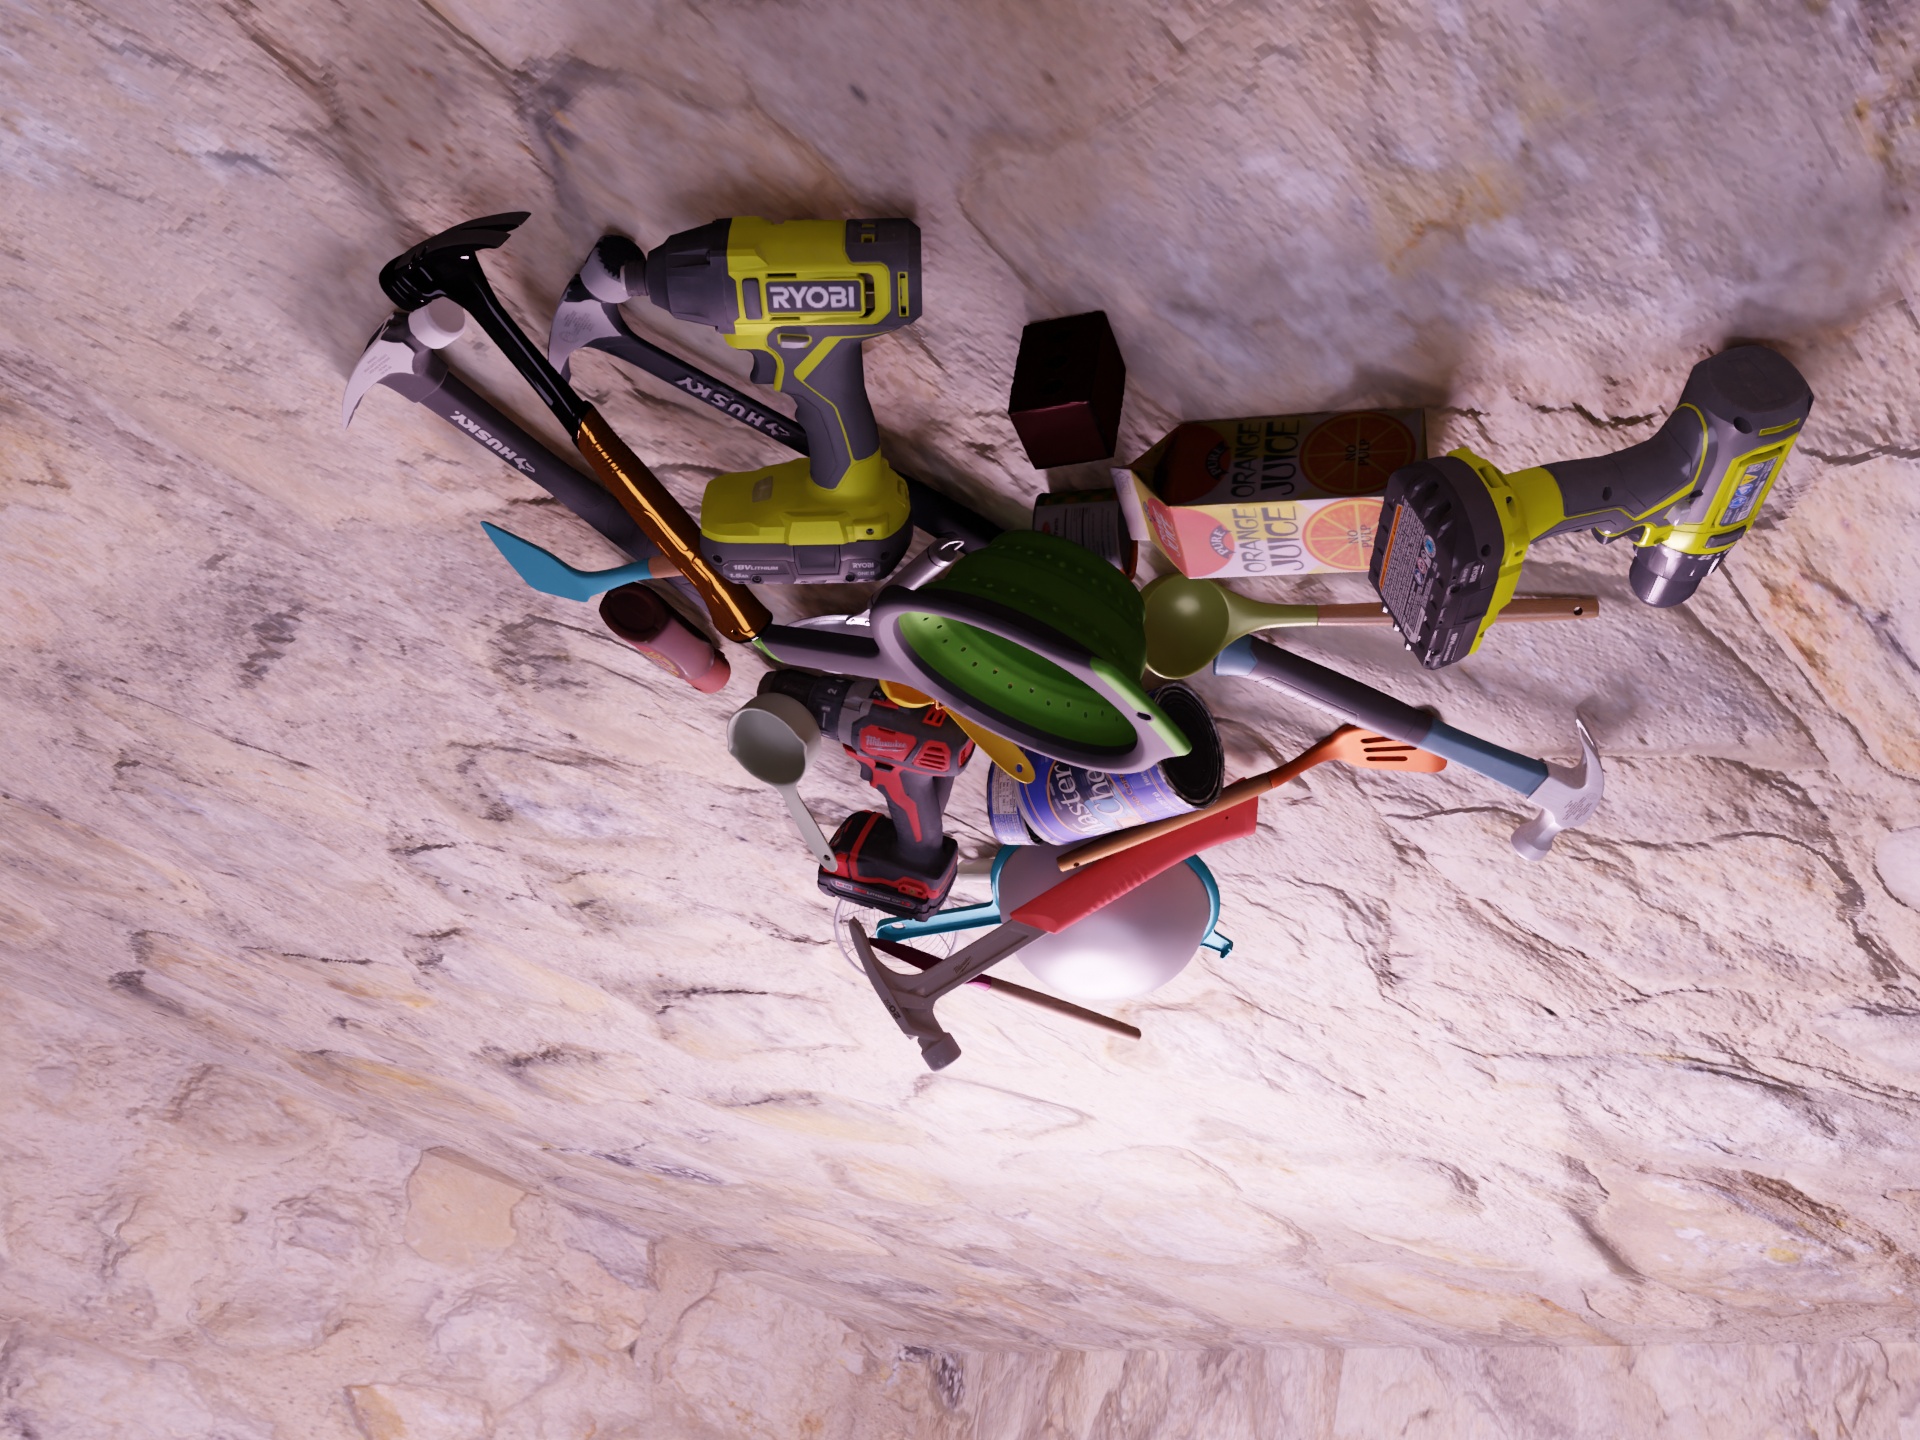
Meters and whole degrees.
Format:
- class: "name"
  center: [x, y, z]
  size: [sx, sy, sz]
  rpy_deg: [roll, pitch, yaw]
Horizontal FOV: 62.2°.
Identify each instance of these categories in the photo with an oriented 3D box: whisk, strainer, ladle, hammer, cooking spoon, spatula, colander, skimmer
- class: "whisk"
  center: [0.105, 0.144, 1.506]
  size: [0.246, 0.059, 0.058]
  rpy_deg: [-2, -173, 29]
- class: "strainer"
  center: [-0.063, -0.082, 1.176]
  size: [0.086, 0.050, 0.258]
  rpy_deg: [3, 161, -29]
- class: "ladle"
  center: [0.276, -0.070, 1.108]
  size: [0.320, 0.062, 0.078]
  rpy_deg: [-1, 111, 13]
- class: "hammer"
  center: [-0.288, -0.168, 1.153]
  size: [0.146, 0.035, 0.334]
  rpy_deg: [-19, 137, 38]
- class: "strainer"
  center: [0.066, 0.198, 1.451]
  size: [0.340, 0.095, 0.210]
  rpy_deg: [-12, 130, 24]
- class: "cooking spoon"
  center: [0.045, 0.251, 1.477]
  size: [0.318, 0.017, 0.069]
  rpy_deg: [24, 177, -28]
- class: "hammer"
  center: [-0.225, -0.176, 1.037]
  size: [0.127, 0.034, 0.336]
  rpy_deg: [-5, 135, 40]
- class: "hammer"
  center: [0.337, 0.004, 1.203]
  size: [0.331, 0.033, 0.128]
  rpy_deg: [22, 130, -9]
- class: "spatula"
  center: [0.230, 0.064, 1.287]
  size: [0.322, 0.041, 0.080]
  rpy_deg: [-23, 138, 8]
- class: "hammer"
  center: [-0.088, -0.175, 1.079]
  size: [0.408, 0.036, 0.149]
  rpy_deg: [26, 146, -23]
- class: "colander"
  center: [-0.005, -0.067, 1.071]
  size: [0.397, 0.094, 0.204]
  rpy_deg: [11, 157, 45]
- class: "spatula"
  center: [-0.197, -0.123, 1.144]
  size: [0.317, 0.044, 0.082]
  rpy_deg: [-6, 144, 17]
- class: "skimmer"
  center: [-0.044, 0.141, 1.503]
  size: [0.127, 0.090, 0.363]
  rpy_deg: [16, 148, -1]
- class: "hammer"
  center: [0.088, 0.144, 1.340]
  size: [0.359, 0.149, 0.036]
  rpy_deg: [-32, 179, 4]

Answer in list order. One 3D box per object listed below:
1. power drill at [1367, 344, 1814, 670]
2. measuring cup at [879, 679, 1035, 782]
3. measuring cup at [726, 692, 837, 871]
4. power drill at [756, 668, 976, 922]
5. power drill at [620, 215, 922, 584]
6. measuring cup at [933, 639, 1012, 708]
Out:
- class: "power drill"
  center: [0.364, -0.110, 0.935]
  size: [0.228, 0.080, 0.190]
  rpy_deg: [-17, 147, -7]
- class: "measuring cup"
  center: [-0.002, -0.004, 1.261]
  size: [0.156, 0.062, 0.029]
  rpy_deg: [44, 163, -6]
- class: "measuring cup"
  center: [-0.132, 0.050, 1.315]
  size: [0.083, 0.038, 0.167]
  rpy_deg: [-6, 121, 34]
- class: "power drill"
  center: [-0.082, 0.055, 1.363]
  size: [0.188, 0.080, 0.226]
  rpy_deg: [15, 133, 13]
- class: "power drill"
  center: [-0.107, -0.194, 0.966]
  size: [0.171, 0.080, 0.223]
  rpy_deg: [-1, 132, -1]
- class: "measuring cup"
  center: [0.008, -0.053, 1.220]
  size: [0.052, 0.095, 0.173]
  rpy_deg: [39, -176, 22]
